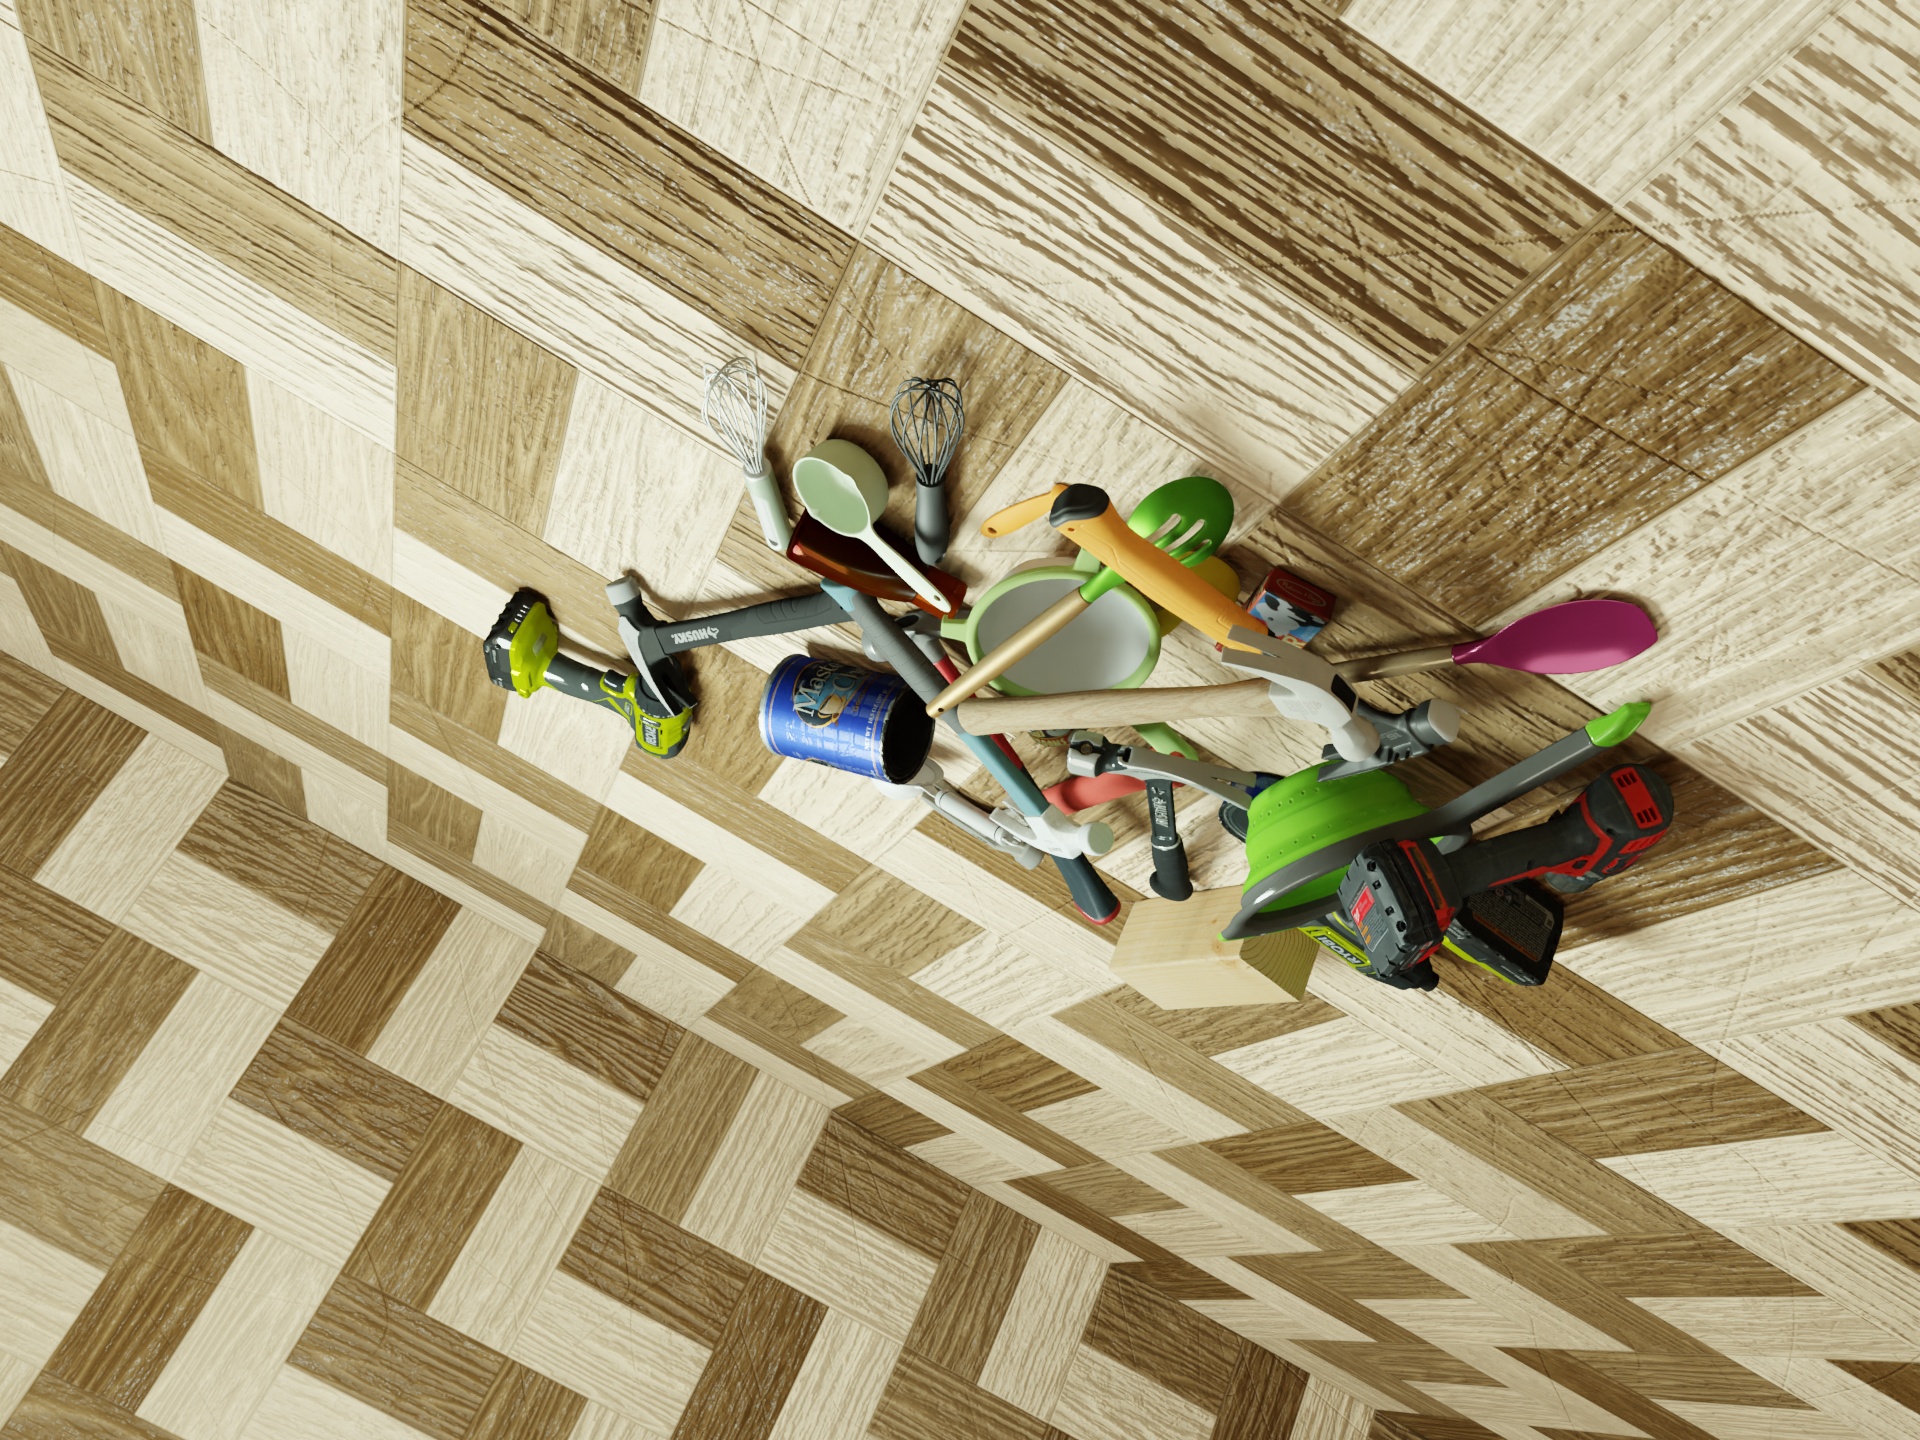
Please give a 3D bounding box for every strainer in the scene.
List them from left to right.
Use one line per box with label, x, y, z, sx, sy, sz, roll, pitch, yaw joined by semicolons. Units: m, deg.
strainer;-0.021;0.077;1.569;0.086;0.050;0.259;-6;-159;-36
strainer;0.115;-0.051;1.273;0.151;0.069;0.256;-26;129;31

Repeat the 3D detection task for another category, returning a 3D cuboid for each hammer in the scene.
hammer;-0.204;-0.087;1.509;0.335;0.035;0.146;-6;112;41
hammer;-0.002;-0.004;1.385;0.330;0.033;0.128;49;157;-15
hammer;0.060;0.052;1.482;0.143;0.038;0.386;-3;132;46
hammer;0.099;0.070;1.549;0.149;0.037;0.359;35;153;-15
hammer;0.133;-0.012;1.179;0.331;0.031;0.129;-3;144;39
hammer;0.190;0.102;1.440;0.149;0.036;0.408;11;162;14
hammer;0.194;-0.060;1.124;0.336;0.034;0.127;33;148;-22

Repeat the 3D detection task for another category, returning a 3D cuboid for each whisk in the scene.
whisk;-0.167;-0.208;1.285;0.058;0.059;0.246;32;161;18
whisk;-0.024;-0.181;1.201;0.055;0.055;0.238;22;157;10

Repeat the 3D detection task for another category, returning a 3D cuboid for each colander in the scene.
colander;0.344;0.053;1.231;0.204;0.095;0.397;-3;154;-40

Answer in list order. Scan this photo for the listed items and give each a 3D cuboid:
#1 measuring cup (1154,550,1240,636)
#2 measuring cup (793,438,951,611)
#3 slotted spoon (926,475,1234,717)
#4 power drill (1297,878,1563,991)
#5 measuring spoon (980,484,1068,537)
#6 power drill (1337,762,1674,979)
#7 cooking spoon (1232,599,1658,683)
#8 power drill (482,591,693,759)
measuring cup;0.168;-0.092;1.217;0.062;0.029;0.156;30;165;-5
measuring cup;-0.060;-0.155;1.259;0.167;0.038;0.083;44;151;-10
slotted spoon;0.077;-0.079;1.179;0.070;0.031;0.313;32;133;-26
power drill;0.419;0.188;1.426;0.171;0.080;0.223;34;156;-15
measuring spoon;0.048;-0.156;1.215;0.021;0.011;0.117;38;152;-21
power drill;0.405;0.116;1.193;0.226;0.080;0.187;-20;157;-4
cooking spoon;0.327;-0.043;1.127;0.319;0.017;0.068;-10;136;42
power drill;-0.401;-0.053;1.748;0.228;0.080;0.190;24;154;1
